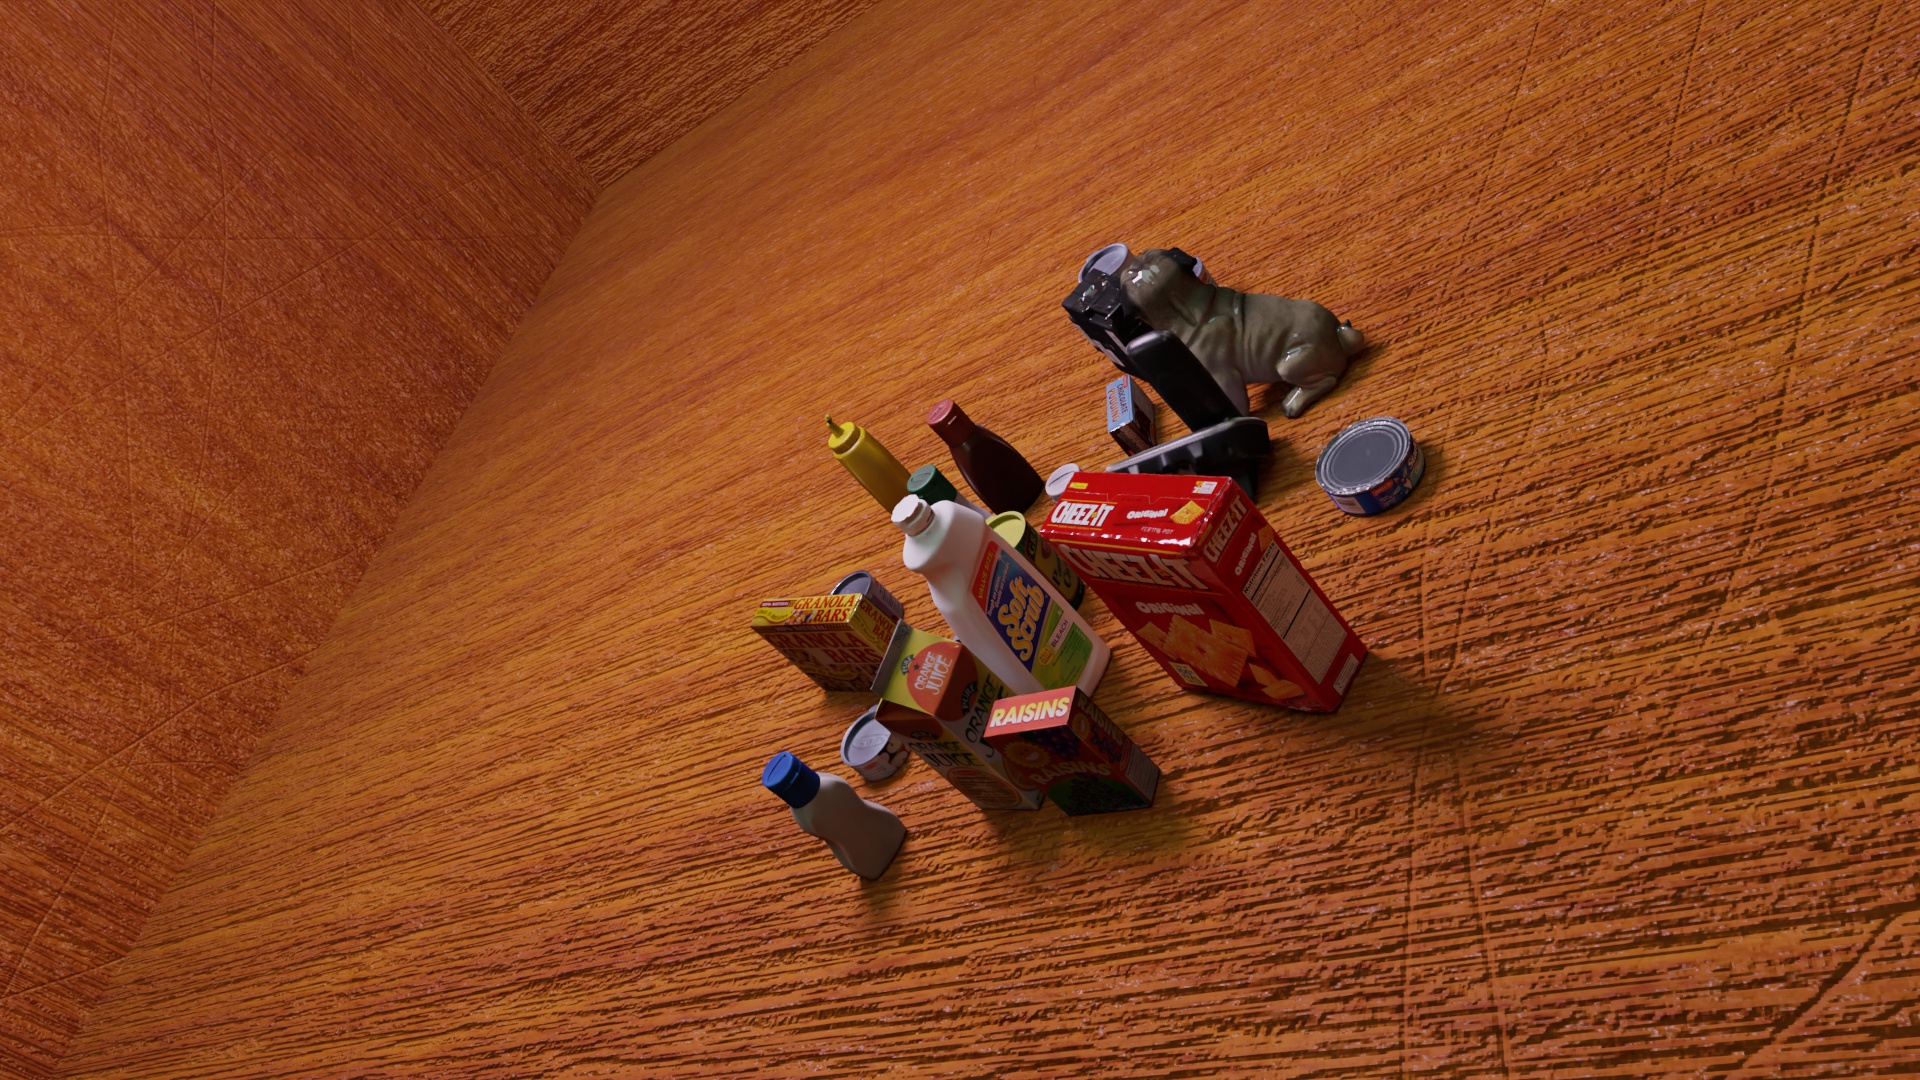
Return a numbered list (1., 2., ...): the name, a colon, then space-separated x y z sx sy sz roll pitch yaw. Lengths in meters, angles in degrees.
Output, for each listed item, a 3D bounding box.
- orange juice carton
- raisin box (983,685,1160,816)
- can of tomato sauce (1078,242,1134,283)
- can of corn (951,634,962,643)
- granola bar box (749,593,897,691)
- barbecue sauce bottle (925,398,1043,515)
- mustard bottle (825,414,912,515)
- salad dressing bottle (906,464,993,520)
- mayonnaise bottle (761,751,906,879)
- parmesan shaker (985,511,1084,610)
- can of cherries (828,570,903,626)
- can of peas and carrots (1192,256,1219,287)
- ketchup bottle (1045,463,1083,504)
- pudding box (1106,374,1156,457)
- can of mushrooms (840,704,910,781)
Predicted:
1. orange juice carton: -0.003 0.149 1.175 0.073 0.192 0.072 -11 45 43
2. raisin box: 0.090 0.170 1.110 0.086 0.123 0.040 -15 42 39
3. can of tomato sauce: 0.183 -0.286 1.581 0.071 0.083 0.071 -30 34 23
4. can of corn: 0.010 0.131 1.312 0.071 0.058 0.071 -30 34 23
5. granola bar box: -0.121 0.106 1.428 0.165 0.124 0.039 -6 48 46
6. barbecue sauce bottle: 0.023 -0.089 1.470 0.065 0.148 0.044 -48 31 -6
7. mustard bottle: -0.108 -0.092 1.613 0.049 0.160 0.065 -39 31 9
8. salad dressing bottle: 0.005 -0.018 1.407 0.064 0.147 0.044 -10 45 44
9. mayonnaise bottle: -0.115 0.241 1.238 0.041 0.147 0.065 6 57 52
10. parmesan shaker: 0.064 0.028 1.328 0.071 0.103 0.072 -30 34 23
11. can of cherries: -0.107 0.077 1.510 0.071 0.058 0.072 -30 34 23
12. can of peas and carrots: 0.246 -0.264 1.505 0.071 0.058 0.071 -30 34 23
13. ketchup bottle: 0.133 -0.008 1.247 0.064 0.148 0.044 -29 34 24
14. pudding box: 0.176 -0.127 1.433 0.030 0.049 0.084 -28 35 26
15. can of mushrooms: -0.081 0.198 1.361 0.071 0.033 0.071 -30 34 23
